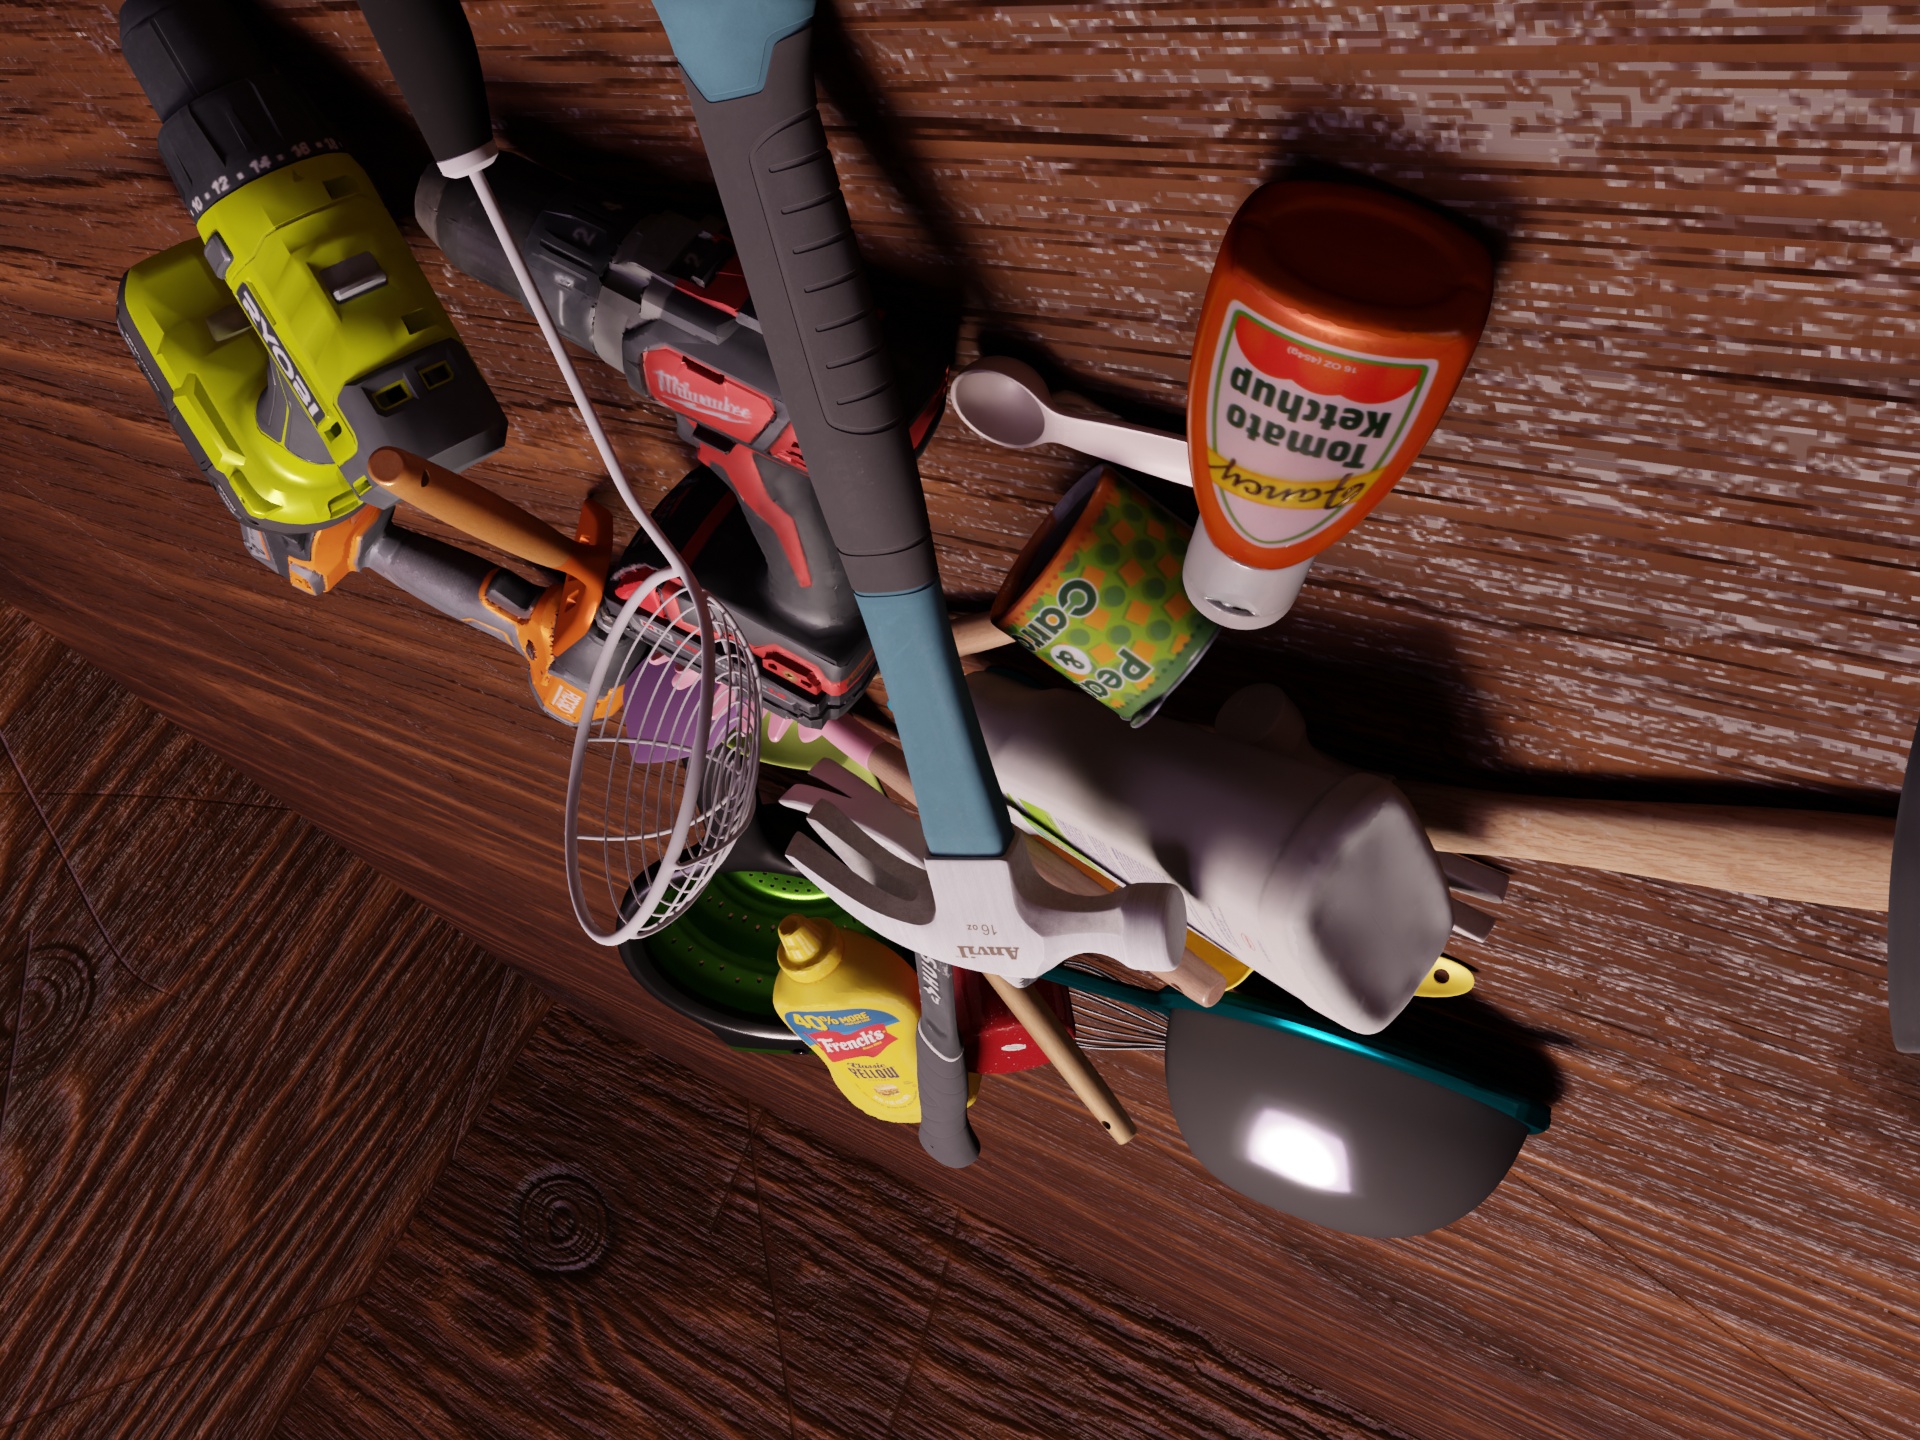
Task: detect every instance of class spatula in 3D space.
[{"bbox_3d":[-0.179,-0.073,0.639,0.041,0.081,0.322,12,178,1],"label":"spatula"},{"bbox_3d":[-0.075,-0.023,0.750,0.018,0.060,0.316,-6,177,-44],"label":"spatula"}]

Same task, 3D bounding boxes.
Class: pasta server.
[{"bbox_3d":[-0.021,0.034,0.662,0.316,0.040,0.060,33,168,35],"label":"pasta server"}]

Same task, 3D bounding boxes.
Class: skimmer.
[{"bbox_3d":[-0.147,-0.098,0.477,0.127,0.090,0.363,37,151,58],"label":"skimmer"}]

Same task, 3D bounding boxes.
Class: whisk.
[{"bbox_3d":[0.144,0.206,1.013,0.239,0.055,0.055,15,155,25],"label":"whisk"}]

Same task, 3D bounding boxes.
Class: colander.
[{"bbox_3d":[-0.127,0.066,1.002,0.204,0.095,0.396,-1,136,7],"label":"colander"}]

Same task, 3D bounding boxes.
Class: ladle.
[{"bbox_3d":[-0.016,0.100,0.836,0.320,0.062,0.078,52,145,1],"label":"ladle"}]

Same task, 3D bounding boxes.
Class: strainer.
[{"bbox_3d":[0.135,0.202,0.862,0.340,0.095,0.210,15,167,16],"label":"strainer"}]

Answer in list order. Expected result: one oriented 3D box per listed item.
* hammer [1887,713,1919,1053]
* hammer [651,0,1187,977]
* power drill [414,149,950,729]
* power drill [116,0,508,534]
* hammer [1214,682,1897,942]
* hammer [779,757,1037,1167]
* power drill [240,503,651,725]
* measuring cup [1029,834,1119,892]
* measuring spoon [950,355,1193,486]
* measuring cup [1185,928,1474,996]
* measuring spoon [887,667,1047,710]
[{"bbox_3d":[0.362,0.078,0.308,0.386,0.143,0.038,27,163,-4],"label":"hammer"},{"bbox_3d":[-0.022,-0.055,0.478,0.128,0.033,0.330,-2,122,22],"label":"hammer"},{"bbox_3d":[-0.099,-0.103,0.591,0.188,0.080,0.226,27,157,8],"label":"power drill"},{"bbox_3d":[-0.277,-0.169,0.642,0.228,0.080,0.190,-5,116,59],"label":"power drill"},{"bbox_3d":[0.242,0.042,0.517,0.331,0.031,0.130,4,147,50],"label":"hammer"},{"bbox_3d":[-0.016,0.159,0.852,0.149,0.036,0.408,37,155,22],"label":"hammer"},{"bbox_3d":[-0.273,-0.082,0.875,0.226,0.084,0.164,31,160,-13],"label":"power drill"},{"bbox_3d":[0.022,0.093,0.908,0.095,0.052,0.173,35,157,-13],"label":"measuring cup"},{"bbox_3d":[0.057,-0.090,0.496,0.124,0.018,0.034,18,153,13],"label":"measuring spoon"},{"bbox_3d":[0.170,0.111,0.776,0.156,0.062,0.029,7,-172,22],"label":"measuring cup"},{"bbox_3d":[-0.001,-0.002,0.760,0.042,0.021,0.129,42,155,-27],"label":"measuring spoon"}]
